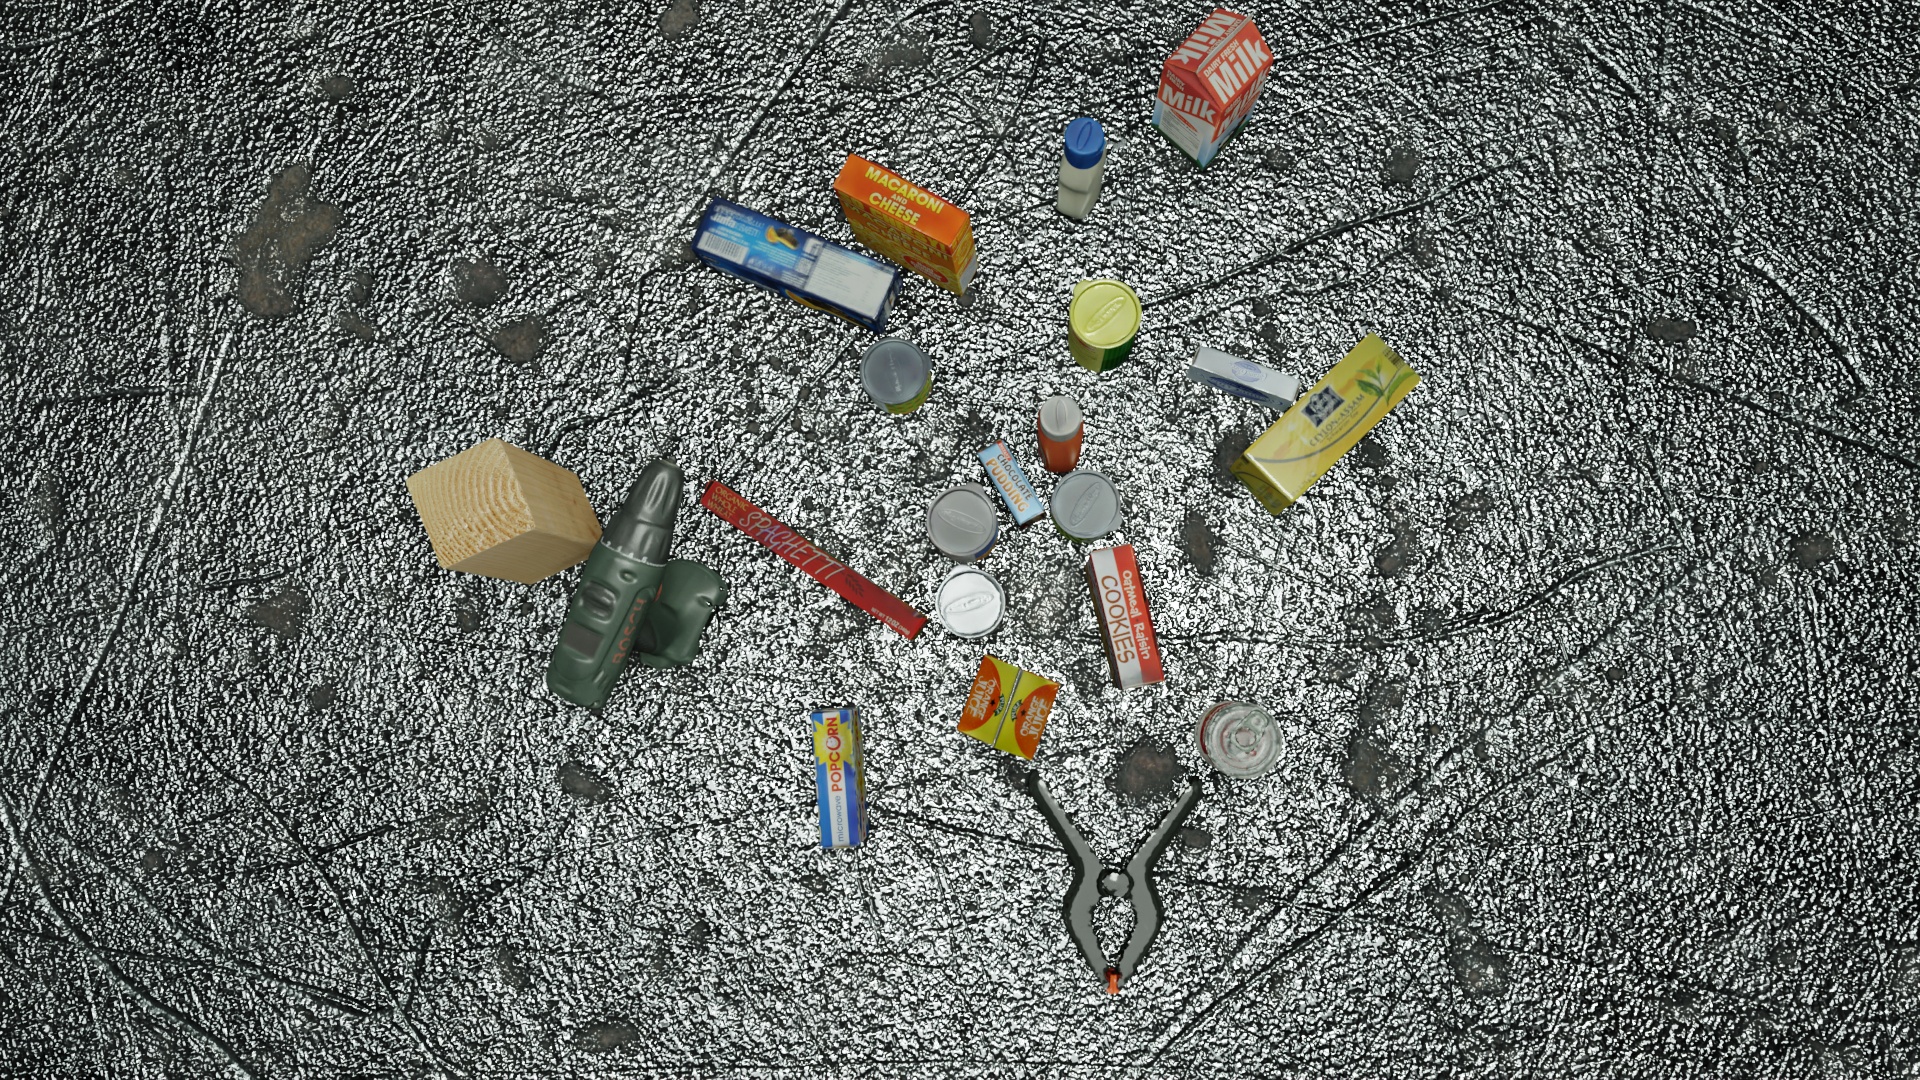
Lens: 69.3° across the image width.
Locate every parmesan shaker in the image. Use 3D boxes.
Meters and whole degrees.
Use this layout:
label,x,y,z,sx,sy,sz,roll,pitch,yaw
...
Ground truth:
label,x,y,z,sx,sy,sz,roll,pitch,yaw
parmesan shaker,0.135,-0.207,1.330,0.071,0.103,0.071,0,84,3

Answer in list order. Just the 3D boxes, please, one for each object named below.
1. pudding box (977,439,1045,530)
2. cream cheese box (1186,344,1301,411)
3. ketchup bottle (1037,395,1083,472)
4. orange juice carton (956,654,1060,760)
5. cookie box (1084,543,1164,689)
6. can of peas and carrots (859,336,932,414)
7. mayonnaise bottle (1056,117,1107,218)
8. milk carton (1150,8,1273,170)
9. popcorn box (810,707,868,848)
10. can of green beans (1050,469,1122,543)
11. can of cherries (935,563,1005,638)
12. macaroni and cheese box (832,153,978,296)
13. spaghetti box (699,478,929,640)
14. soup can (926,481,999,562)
label,x,y,z,sx,sy,sz,roll,pitch,yaw
pudding box,0.050,-0.054,1.345,0.030,0.049,0.084,-31,83,0
cream cheese box,0.273,-0.156,1.342,0.104,0.053,0.024,20,86,5
ketchup bottle,0.093,-0.104,1.298,0.043,0.148,0.065,-4,84,3
orange juice carton,0.044,0.149,1.252,0.073,0.192,0.072,21,86,5
cookie box,0.148,0.072,1.267,0.040,0.167,0.123,-13,84,2
can of peas and carrots,-0.060,-0.161,1.358,0.071,0.058,0.071,0,84,3
mayonnaise bottle,0.116,-0.359,1.325,0.041,0.148,0.065,21,86,5
milk carton,0.236,-0.428,1.304,0.073,0.190,0.072,43,88,6
popcorn box,-0.113,0.221,1.306,0.038,0.085,0.127,-5,84,3
can of green beans,0.120,-0.032,1.335,0.071,0.058,0.071,0,84,3
can of cherries,0.011,0.059,1.331,0.071,0.058,0.071,0,84,3
macaroni and cheese box,-0.048,-0.297,1.318,0.124,0.166,0.040,28,87,6
spaghetti box,-0.142,0.019,1.347,0.250,0.050,0.028,32,87,6
soup can,0.005,-0.017,1.326,0.071,0.083,0.071,0,84,3
